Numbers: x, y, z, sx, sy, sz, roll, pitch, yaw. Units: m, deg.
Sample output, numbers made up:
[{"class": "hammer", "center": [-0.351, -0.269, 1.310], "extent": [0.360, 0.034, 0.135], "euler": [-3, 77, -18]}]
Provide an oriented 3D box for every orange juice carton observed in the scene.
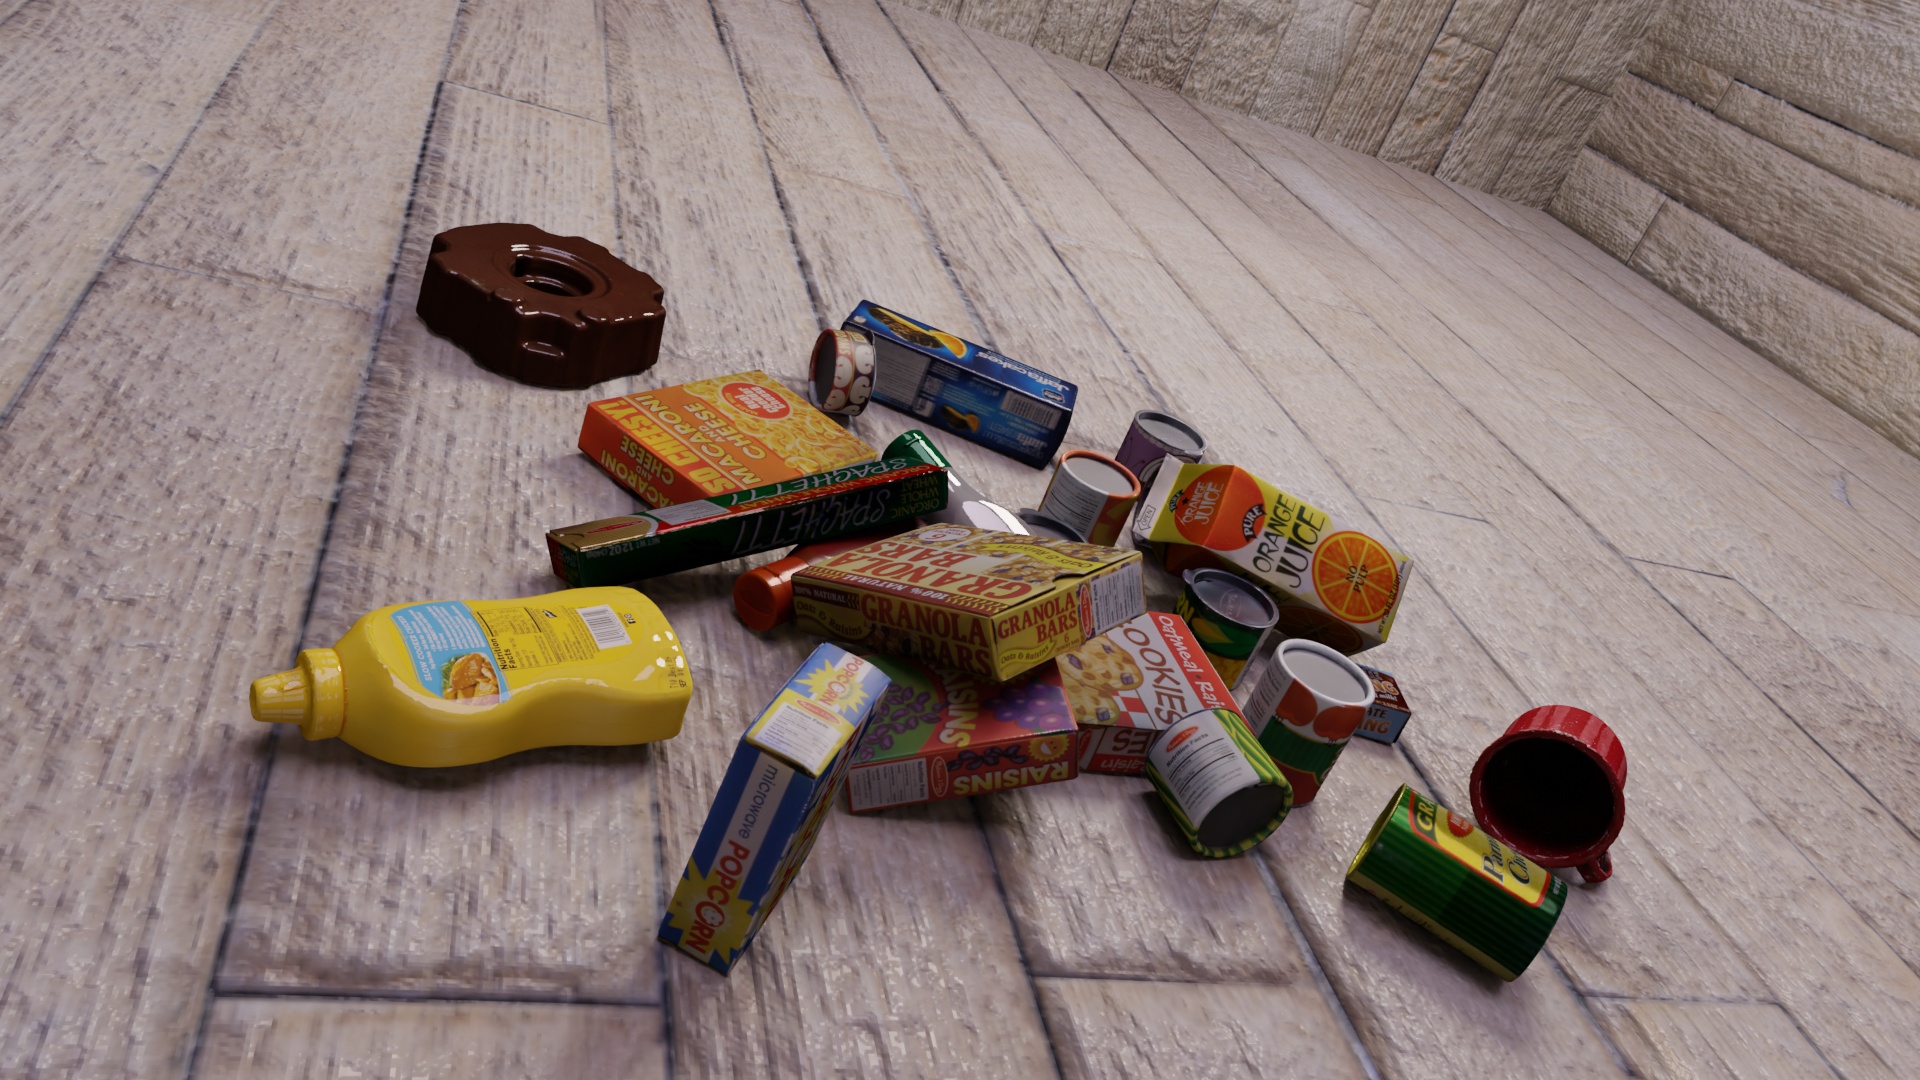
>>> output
[{"class": "orange juice carton", "center": [0.221, 0.009, 1.013], "extent": [0.193, 0.072, 0.072], "euler": [28, 69, -5]}]

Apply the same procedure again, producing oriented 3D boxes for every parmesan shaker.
[{"class": "parmesan shaker", "center": [0.285, 0.195, 0.800], "extent": [0.103, 0.071, 0.071], "euler": [32, 30, 16]}]

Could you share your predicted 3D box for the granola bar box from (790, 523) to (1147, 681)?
[{"class": "granola bar box", "center": [0.003, 0.029, 0.791], "extent": [0.165, 0.039, 0.125], "euler": [9, 21, 45]}]

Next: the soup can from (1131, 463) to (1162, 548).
[{"class": "soup can", "center": [0.187, -0.018, 1.086], "extent": [0.084, 0.071, 0.072], "euler": [17, 29, -9]}]

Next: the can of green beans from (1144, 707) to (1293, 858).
[{"class": "can of green beans", "center": [0.148, 0.139, 0.798], "extent": [0.071, 0.071, 0.058], "euler": [5, 34, -29]}]

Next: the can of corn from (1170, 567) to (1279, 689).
[{"class": "can of corn", "center": [0.174, 0.060, 0.958], "extent": [0.071, 0.058, 0.071], "euler": [17, 29, -10]}]

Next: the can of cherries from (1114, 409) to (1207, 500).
[{"class": "can of cherries", "center": [0.167, -0.068, 1.170], "extent": [0.071, 0.058, 0.072], "euler": [18, 28, -10]}]

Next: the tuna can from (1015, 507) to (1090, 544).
[{"class": "tuna can", "center": [0.057, 0.009, 0.988], "extent": [0.071, 0.032, 0.071], "euler": [17, 29, -10]}]

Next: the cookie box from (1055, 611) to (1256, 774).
[{"class": "cookie box", "center": [0.084, 0.090, 0.865], "extent": [0.168, 0.040, 0.123], "euler": [8, 32, -23]}]

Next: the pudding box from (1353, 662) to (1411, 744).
[{"class": "pudding box", "center": [0.267, 0.107, 0.972], "extent": [0.084, 0.030, 0.050], "euler": [17, 28, -11]}]

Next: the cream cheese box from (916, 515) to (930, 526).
[{"class": "cream cheese box", "center": [-0.030, -0.023, 0.991], "extent": [0.104, 0.024, 0.053], "euler": [-8, 42, -42]}]

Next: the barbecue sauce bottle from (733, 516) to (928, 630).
[{"class": "barbecue sauce bottle", "center": [-0.077, 0.018, 0.869], "extent": [0.065, 0.043, 0.149], "euler": [30, 30, 27]}]

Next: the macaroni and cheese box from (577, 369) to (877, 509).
[{"class": "macaroni and cheese box", "center": [-0.156, -0.061, 0.952], "extent": [0.124, 0.040, 0.167], "euler": [35, 31, 22]}]

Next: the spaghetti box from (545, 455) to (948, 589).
[{"class": "spaghetti box", "center": [-0.121, -0.014, 0.846], "extent": [0.251, 0.028, 0.050], "euler": [-14, 21, -33]}]

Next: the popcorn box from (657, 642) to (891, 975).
[{"class": "popcorn box", "center": [-0.082, 0.117, 0.613], "extent": [0.038, 0.126, 0.085], "euler": [28, 29, 5]}]

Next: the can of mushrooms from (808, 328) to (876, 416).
[{"class": "can of mushrooms", "center": [-0.093, -0.134, 1.088], "extent": [0.033, 0.070, 0.071], "euler": [6, 33, -25]}]

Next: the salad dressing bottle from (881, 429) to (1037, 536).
[{"class": "salad dressing bottle", "center": [0.003, -0.012, 0.939], "extent": [0.064, 0.043, 0.148], "euler": [-31, 70, -22]}]

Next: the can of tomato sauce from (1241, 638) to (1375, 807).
[{"class": "can of tomato sauce", "center": [0.212, 0.114, 0.868], "extent": [0.071, 0.082, 0.071], "euler": [17, 29, -10]}]

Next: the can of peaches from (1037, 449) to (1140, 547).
[{"class": "can of peaches", "center": [0.097, -0.029, 1.056], "extent": [0.071, 0.057, 0.071], "euler": [17, 29, -10]}]

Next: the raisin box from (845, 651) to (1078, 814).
[{"class": "raisin box", "center": [-0.005, 0.095, 0.748], "extent": [0.123, 0.039, 0.086], "euler": [-7, 35, -6]}]
